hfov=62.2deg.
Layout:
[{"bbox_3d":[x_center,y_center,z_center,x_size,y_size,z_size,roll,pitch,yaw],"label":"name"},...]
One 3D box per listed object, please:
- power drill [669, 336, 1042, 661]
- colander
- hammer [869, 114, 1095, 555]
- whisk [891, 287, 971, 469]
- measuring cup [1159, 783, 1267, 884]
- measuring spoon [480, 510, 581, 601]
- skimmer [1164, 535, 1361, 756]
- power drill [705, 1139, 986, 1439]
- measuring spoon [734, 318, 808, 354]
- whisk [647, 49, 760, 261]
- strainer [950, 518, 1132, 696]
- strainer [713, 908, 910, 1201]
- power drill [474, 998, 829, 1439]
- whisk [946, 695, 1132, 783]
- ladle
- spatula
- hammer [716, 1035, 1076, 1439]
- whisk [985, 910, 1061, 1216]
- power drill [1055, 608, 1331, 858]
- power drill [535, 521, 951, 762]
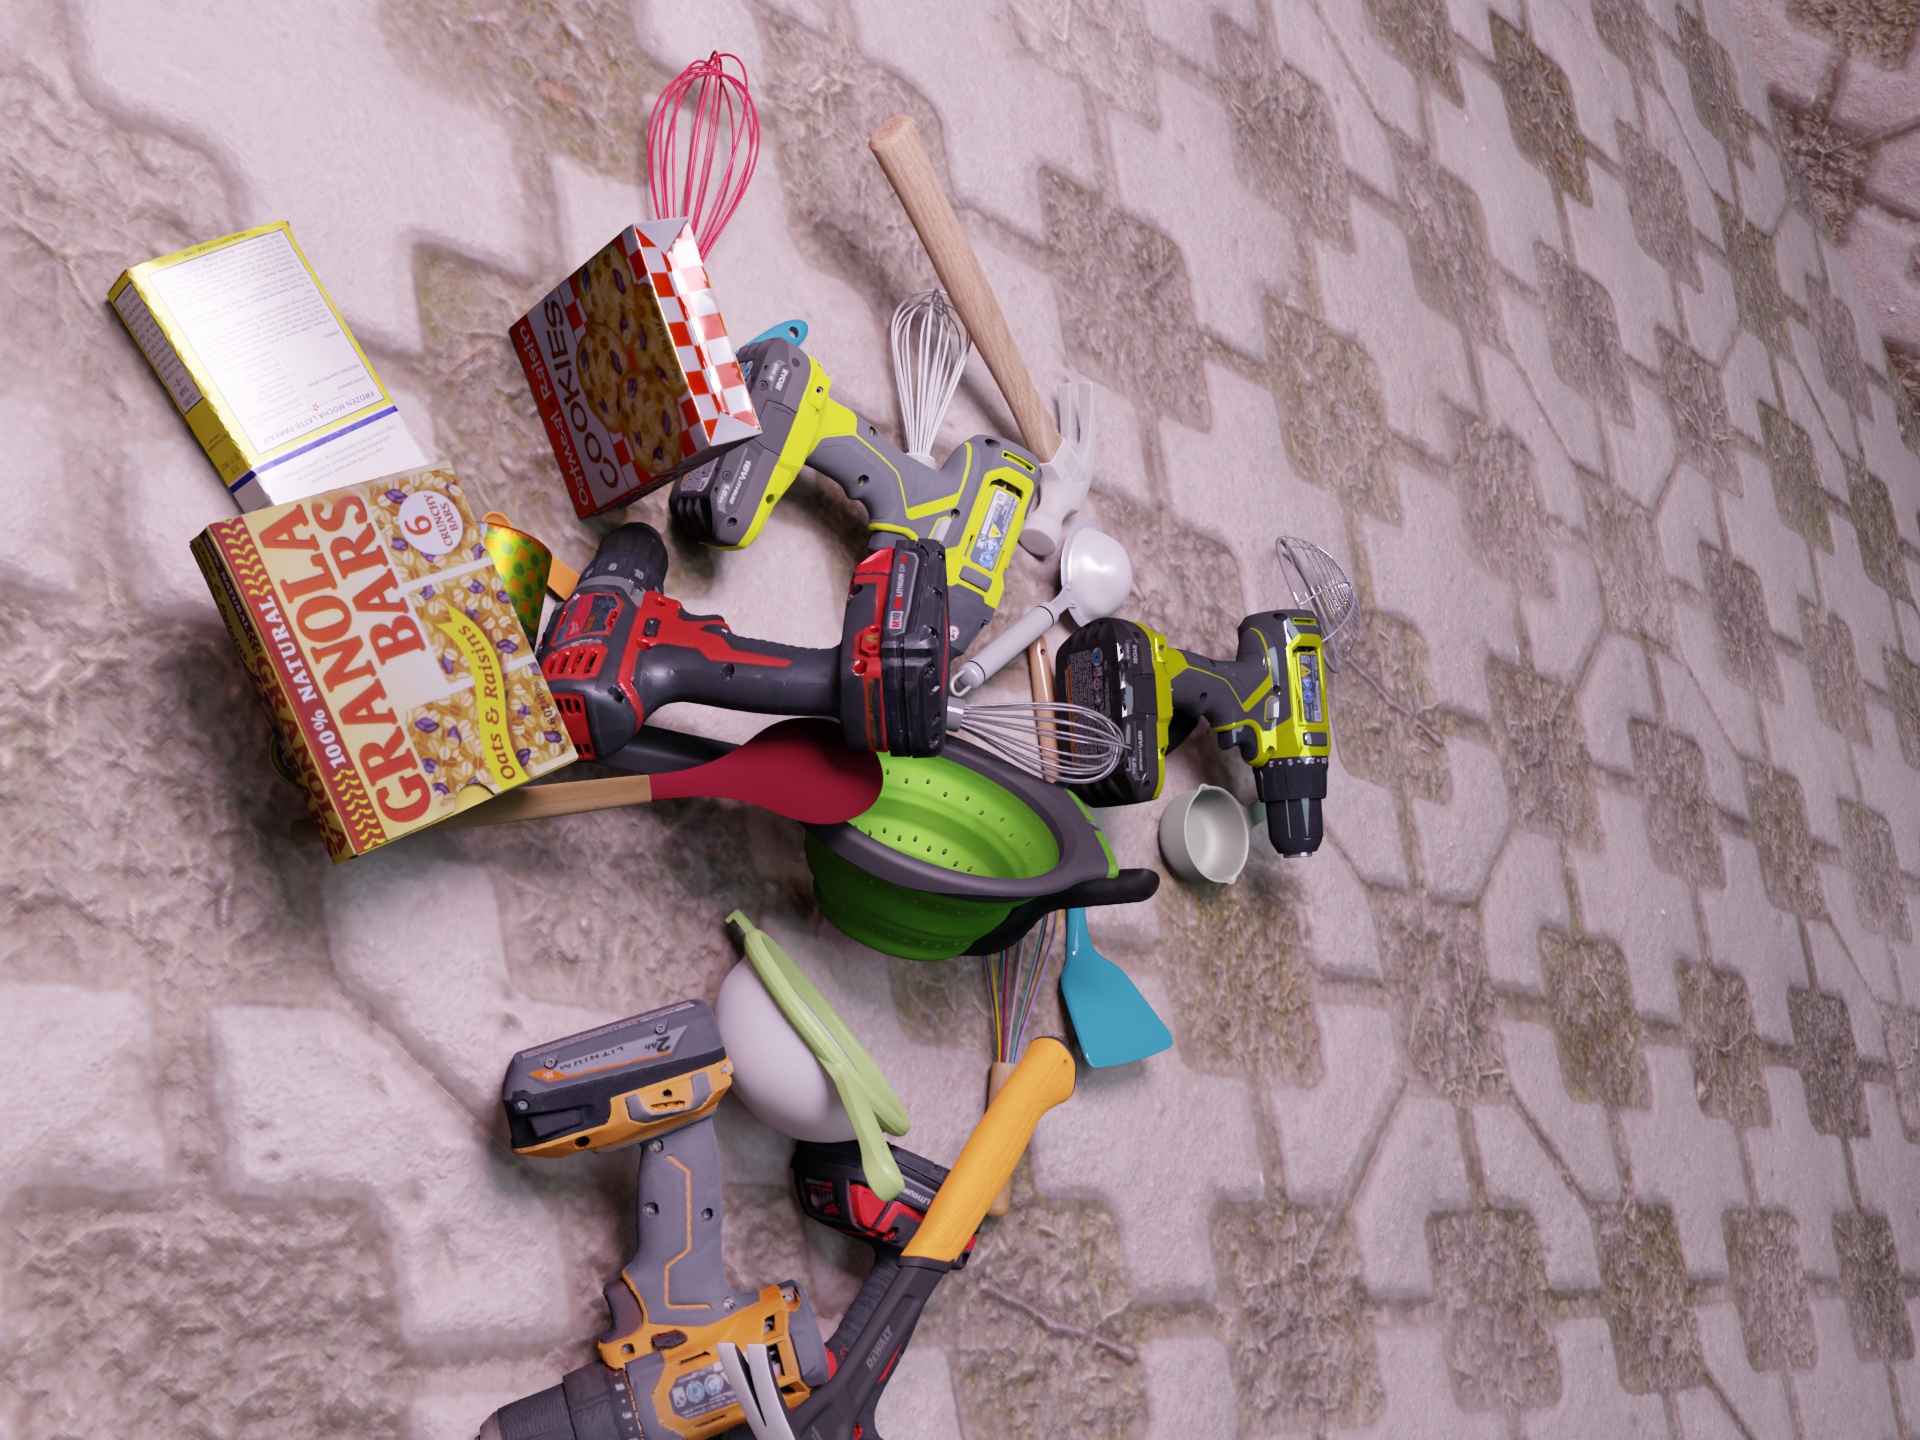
[{"bbox_3d":[-0.065,-0.135,1.036,0.223,0.080,0.171,24,83,-29],"label":"power drill"},{"bbox_3d":[-0.103,0.069,0.975,0.397,0.205,0.094,13,113,-21],"label":"colander"},{"bbox_3d":[0.022,-0.278,1.130,0.331,0.031,0.130,58,47,-41],"label":"hammer"},{"bbox_3d":[-0.028,-0.192,1.128,0.059,0.058,0.246,6,79,-4],"label":"whisk"},{"bbox_3d":[0.221,0.080,1.288,0.167,0.038,0.083,-21,95,-43],"label":"measuring cup"},{"bbox_3d":[-0.240,-0.083,0.947,0.116,0.011,0.021,42,52,-31],"label":"measuring spoon"},{"bbox_3d":[0.210,-0.034,1.308,0.363,0.090,0.127,-36,105,-29],"label":"skimmer"},{"bbox_3d":[-0.075,0.366,0.951,0.143,0.078,0.220,33,64,-31],"label":"power drill"},{"bbox_3d":[-0.140,-0.239,1.054,0.129,0.021,0.042,-43,109,-36],"label":"measuring spoon"},{"bbox_3d":[-0.177,-0.292,1.014,0.073,0.073,0.296,17,75,-37],"label":"whisk"},{"bbox_3d":[0.069,-0.079,1.170,0.258,0.050,0.086,-40,121,-42],"label":"strainer"},{"bbox_3d":[-0.086,0.213,0.889,0.069,0.256,0.151,-38,109,-4],"label":"strainer"},{"bbox_3d":[-0.185,0.282,0.852,0.185,0.084,0.226,-15,88,-17],"label":"power drill"},{"bbox_3d":[-0.002,-0.004,1.055,0.239,0.055,0.055,14,69,-7],"label":"whisk"},{"bbox_3d":[-0.195,0.039,0.862,0.315,0.031,0.069,-7,60,-14],"label":"ladle"},{"bbox_3d":[0.087,0.090,1.167,0.082,0.044,0.317,-6,83,-35],"label":"spatula"},{"bbox_3d":[-0.014,0.290,0.919,0.127,0.034,0.337,63,37,-15],"label":"hammer"},{"bbox_3d":[0.039,0.216,1.100,0.047,0.051,0.245,19,72,-43],"label":"whisk"},{"bbox_3d":[0.188,0.010,1.193,0.228,0.080,0.190,1,82,-33],"label":"power drill"},{"bbox_3d":[-0.120,-0.053,0.901,0.188,0.226,0.080,-87,175,-51],"label":"power drill"}]
